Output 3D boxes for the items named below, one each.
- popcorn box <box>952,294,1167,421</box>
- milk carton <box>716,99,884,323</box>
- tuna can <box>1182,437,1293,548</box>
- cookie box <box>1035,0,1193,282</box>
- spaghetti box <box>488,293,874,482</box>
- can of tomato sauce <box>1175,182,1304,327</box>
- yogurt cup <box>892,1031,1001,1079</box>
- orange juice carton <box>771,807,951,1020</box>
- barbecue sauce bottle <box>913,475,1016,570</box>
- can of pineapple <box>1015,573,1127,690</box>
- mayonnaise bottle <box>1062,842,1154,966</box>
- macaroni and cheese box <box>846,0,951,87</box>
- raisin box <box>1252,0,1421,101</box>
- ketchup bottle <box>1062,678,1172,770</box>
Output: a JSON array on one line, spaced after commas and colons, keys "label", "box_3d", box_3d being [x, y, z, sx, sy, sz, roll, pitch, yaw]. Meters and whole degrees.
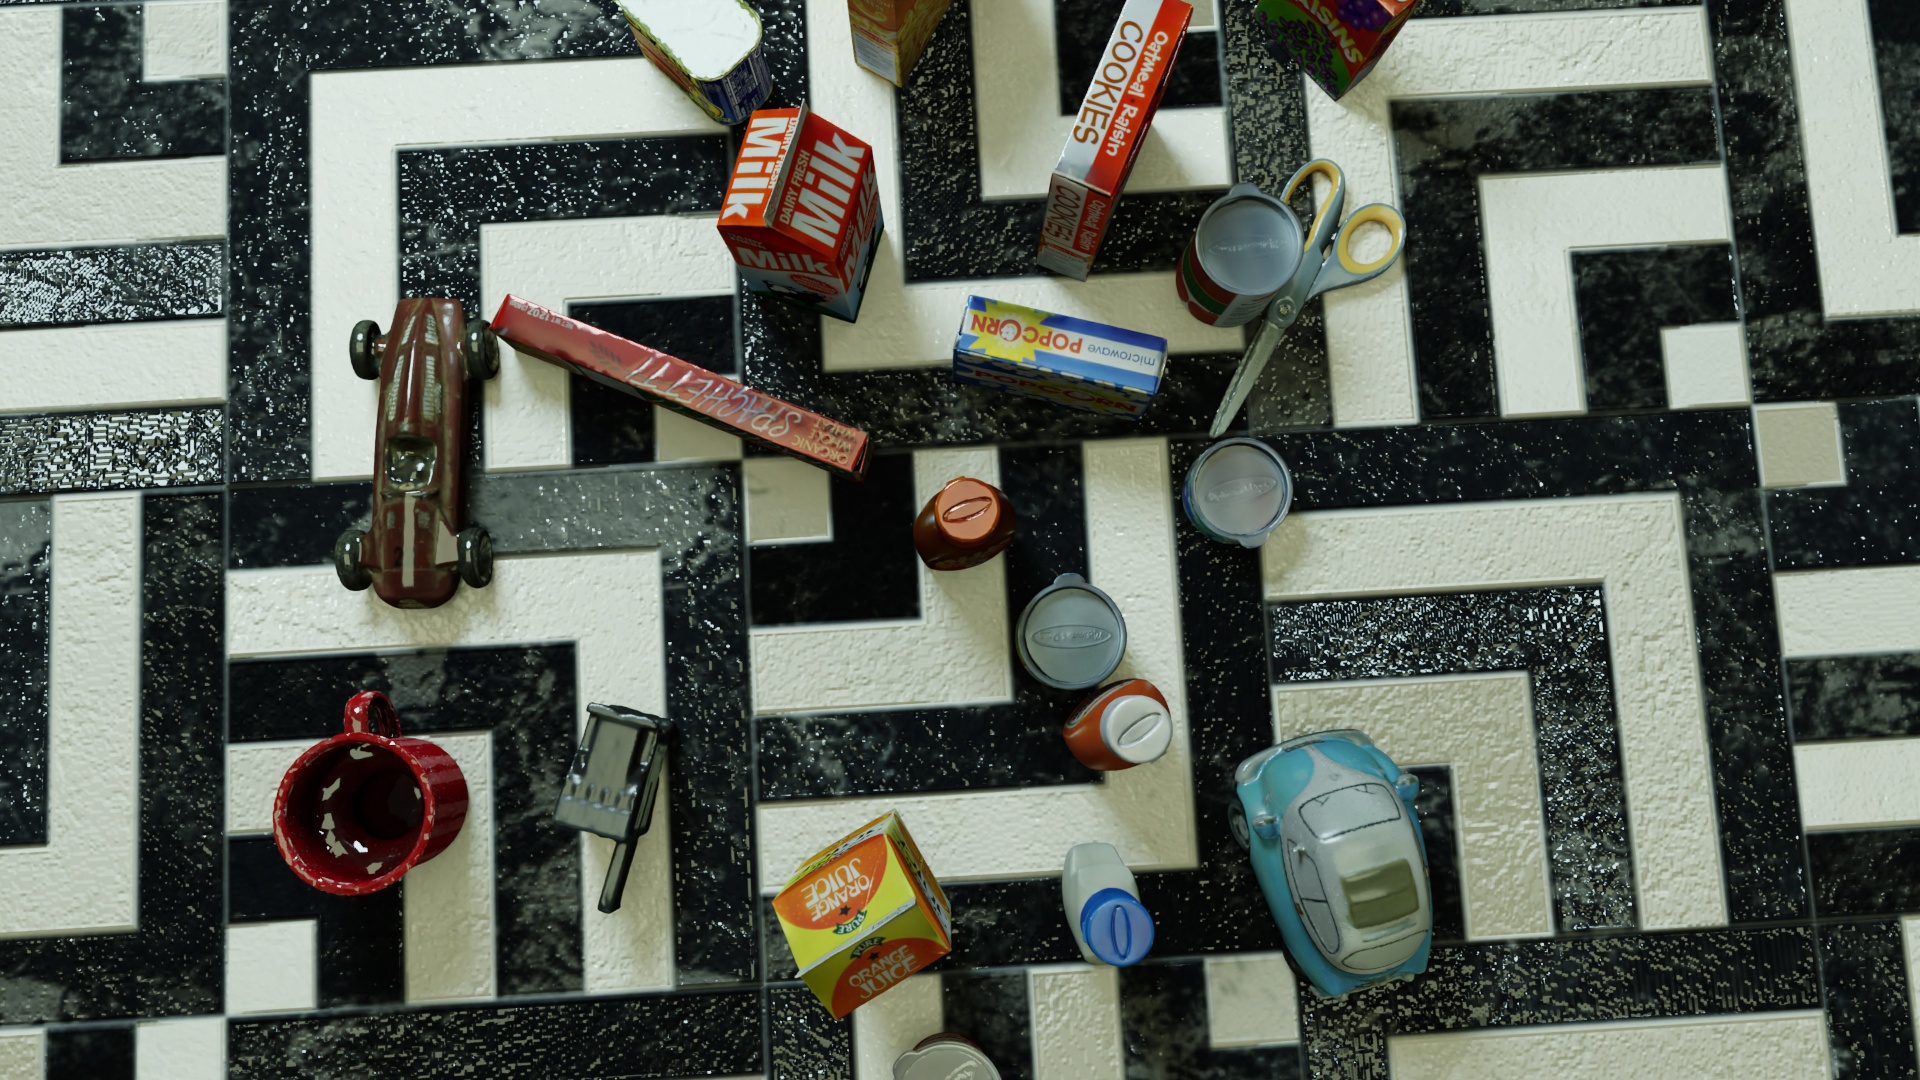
[{"label": "popcorn box", "box_3d": [0.060, -0.113, 0.873, 0.127, 0.085, 0.038, 13, 84, 1]}, {"label": "milk carton", "box_3d": [-0.093, -0.193, 0.827, 0.073, 0.190, 0.072, 16, 84, 1]}, {"label": "tuna can", "box_3d": [0.178, -0.029, 0.892, 0.071, 0.033, 0.071, 0, 84, -1]}, {"label": "cookie box", "box_3d": [0.090, -0.241, 0.846, 0.040, 0.167, 0.123, 22, 84, 2]}, {"label": "spaghetti box", "box_3d": [-0.174, -0.095, 0.886, 0.250, 0.050, 0.029, 21, 84, 2]}, {"label": "can of tomato sauce", "box_3d": [0.175, -0.179, 0.883, 0.071, 0.083, 0.071, 0, 84, -1]}, {"label": "yogurt cup", "box_3d": [-0.008, 0.331, 0.839, 0.072, 0.054, 0.072, 0, 84, -1]}, {"label": "orange juice carton", "box_3d": [-0.053, 0.208, 0.782, 0.072, 0.192, 0.073, -30, 85, -3]}, {"label": "barbecue sauce bottle", "box_3d": [0.003, -0.010, 0.829, 0.065, 0.148, 0.043, -20, 85, -2]}, {"label": "can of pineapple", "box_3d": [0.068, 0.059, 0.868, 0.071, 0.058, 0.071, 0, 84, -1]}, {"label": "mayonnaise bottle", "box_3d": [0.084, 0.215, 0.806, 0.041, 0.148, 0.065, -5, 84, -1]}, {"label": "macaroni and cheese box", "box_3d": [-0.026, -0.373, 0.860, 0.040, 0.166, 0.124, 28, 85, 2]}, {"label": "raisin box", "box_3d": [0.240, -0.344, 0.881, 0.040, 0.123, 0.086, -42, 86, -4]}, {"label": "ketchup bottle", "box_3d": [0.096, 0.109, 0.817, 0.065, 0.148, 0.043, -36, 86, -4]}]
